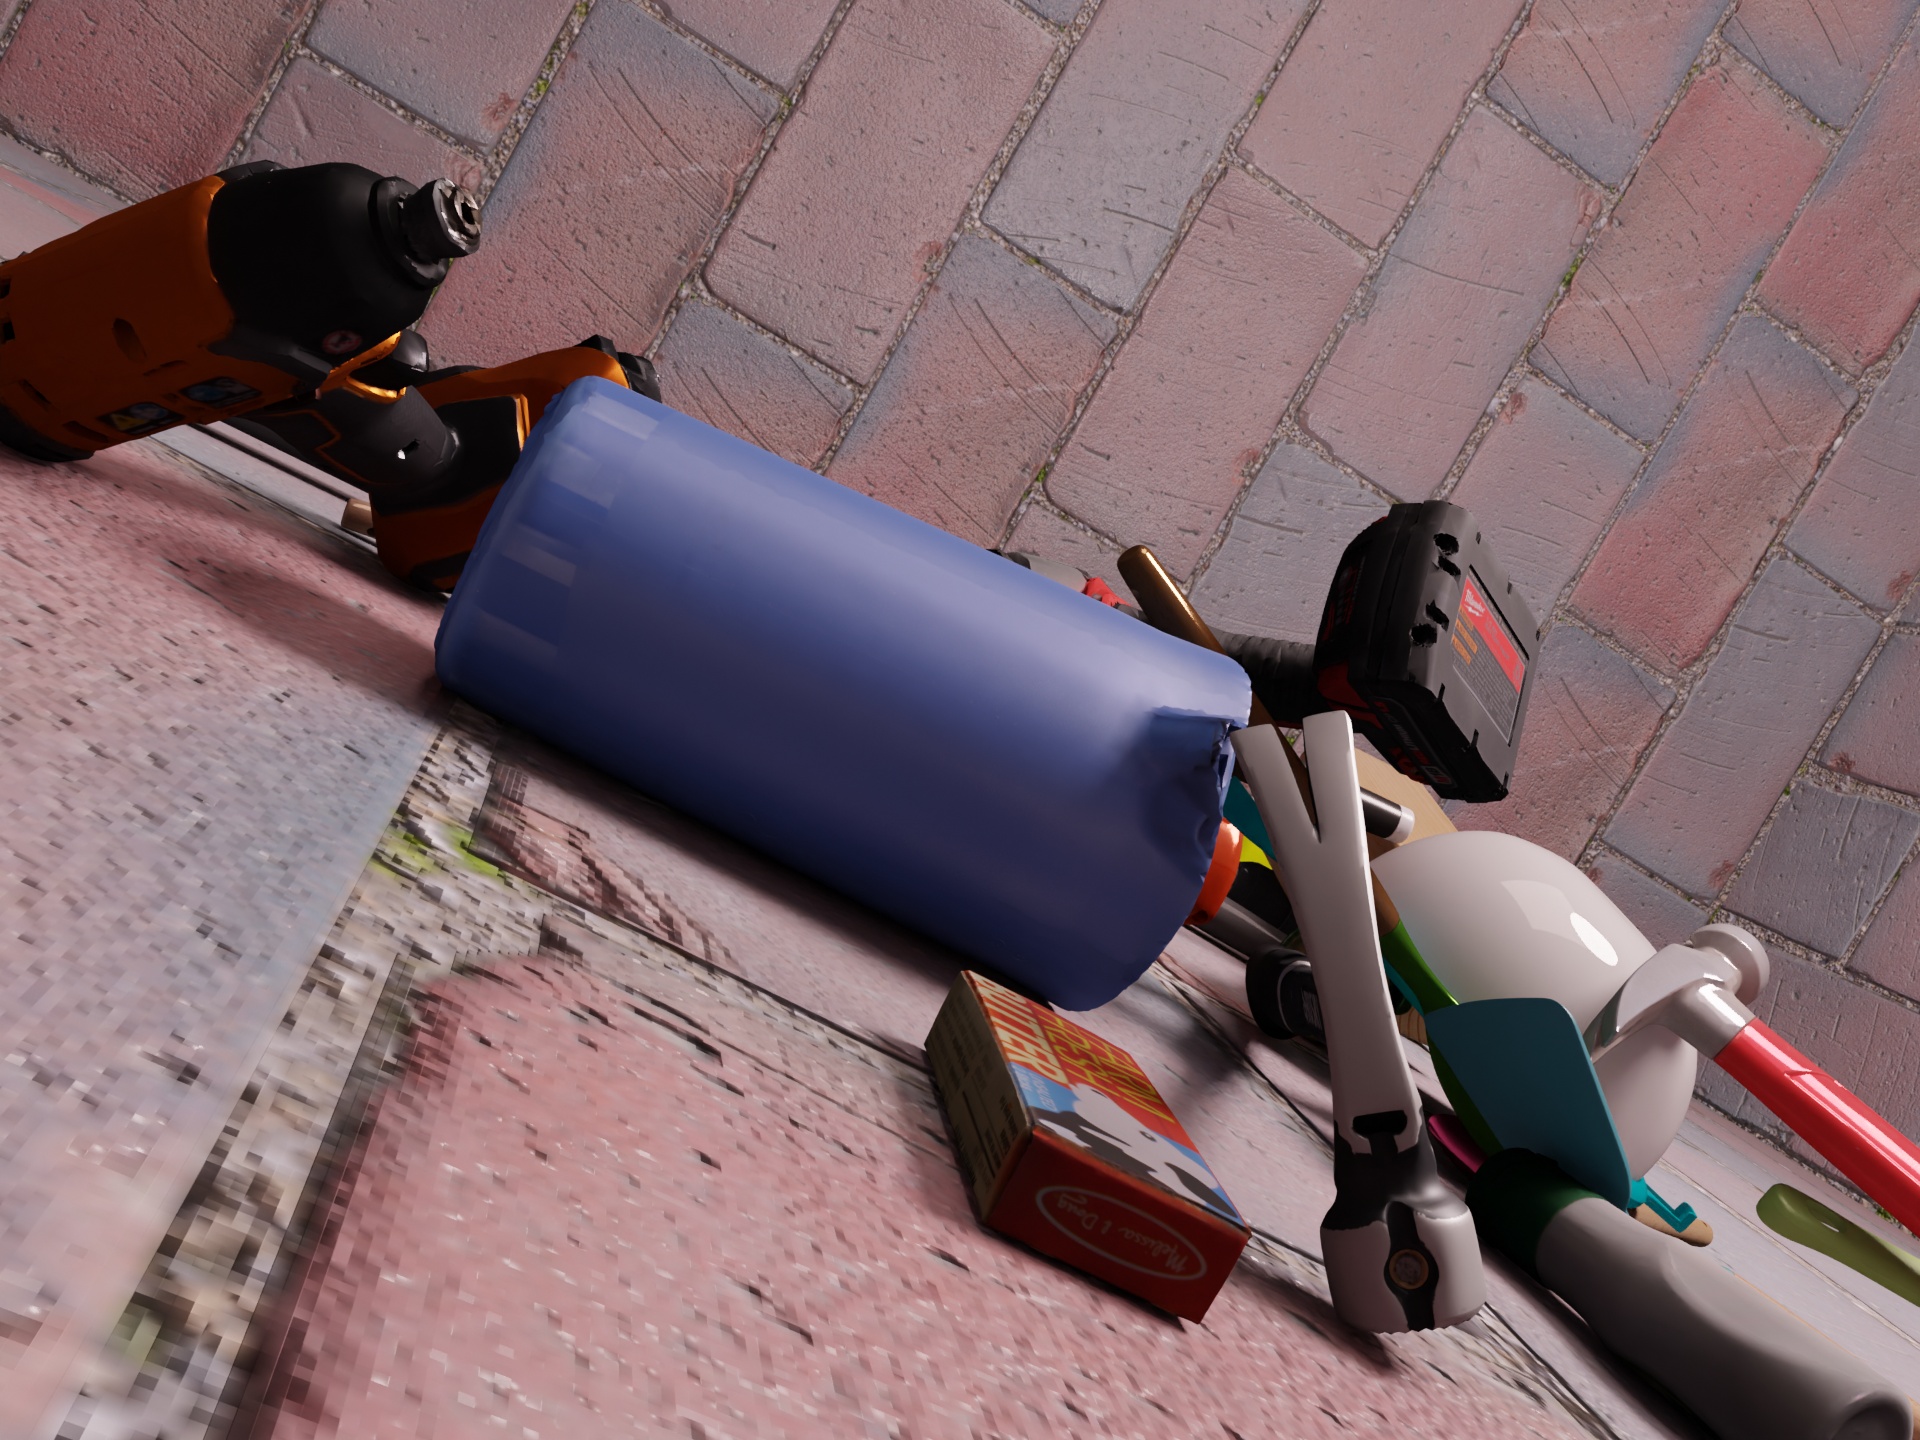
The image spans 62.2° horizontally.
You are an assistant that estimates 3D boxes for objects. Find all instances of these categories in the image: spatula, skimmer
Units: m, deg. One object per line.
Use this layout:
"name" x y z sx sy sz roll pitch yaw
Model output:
"spatula" 0.302 0.212 0.582 0.317 0.044 0.082 37 -23 -6
"skimmer" 0.092 0.020 0.891 0.363 0.127 0.090 22 50 -10

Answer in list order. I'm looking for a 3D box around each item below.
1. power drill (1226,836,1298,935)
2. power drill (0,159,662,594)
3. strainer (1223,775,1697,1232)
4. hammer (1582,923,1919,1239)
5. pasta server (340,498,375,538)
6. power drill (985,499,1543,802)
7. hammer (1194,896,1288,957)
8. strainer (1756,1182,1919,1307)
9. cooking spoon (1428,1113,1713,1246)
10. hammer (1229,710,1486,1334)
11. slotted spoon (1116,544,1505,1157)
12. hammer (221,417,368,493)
"power drill" 0.262 0.144 1.193 0.190 0.080 0.228 30 6 -6
"power drill" -0.186 -0.113 0.541 0.164 0.084 0.226 -13 -12 17
"strainer" 0.244 0.091 0.740 0.340 0.095 0.211 38 14 -35
"hammer" 0.408 0.229 0.586 0.143 0.038 0.387 -14 48 -44
"pasta server" -0.125 -0.050 0.743 0.316 0.060 0.040 17 38 -25
"power drill" 0.110 -0.030 0.657 0.220 0.079 0.143 3 -25 39
"hammer" 0.109 0.091 1.016 0.331 0.033 0.128 31 3 6
"strainer" 0.426 0.275 0.636 0.256 0.069 0.151 30 30 8
"cooking spoon" 0.305 0.231 0.760 0.318 0.017 0.069 26 12 -44
"hammer" 0.122 0.095 0.571 0.036 0.149 0.408 -11 -9 7
"slotted spoon" 0.151 0.060 0.612 0.313 0.031 0.070 53 -16 -16
"hammer" -0.260 -0.106 0.772 0.334 0.035 0.146 28 3 -36
